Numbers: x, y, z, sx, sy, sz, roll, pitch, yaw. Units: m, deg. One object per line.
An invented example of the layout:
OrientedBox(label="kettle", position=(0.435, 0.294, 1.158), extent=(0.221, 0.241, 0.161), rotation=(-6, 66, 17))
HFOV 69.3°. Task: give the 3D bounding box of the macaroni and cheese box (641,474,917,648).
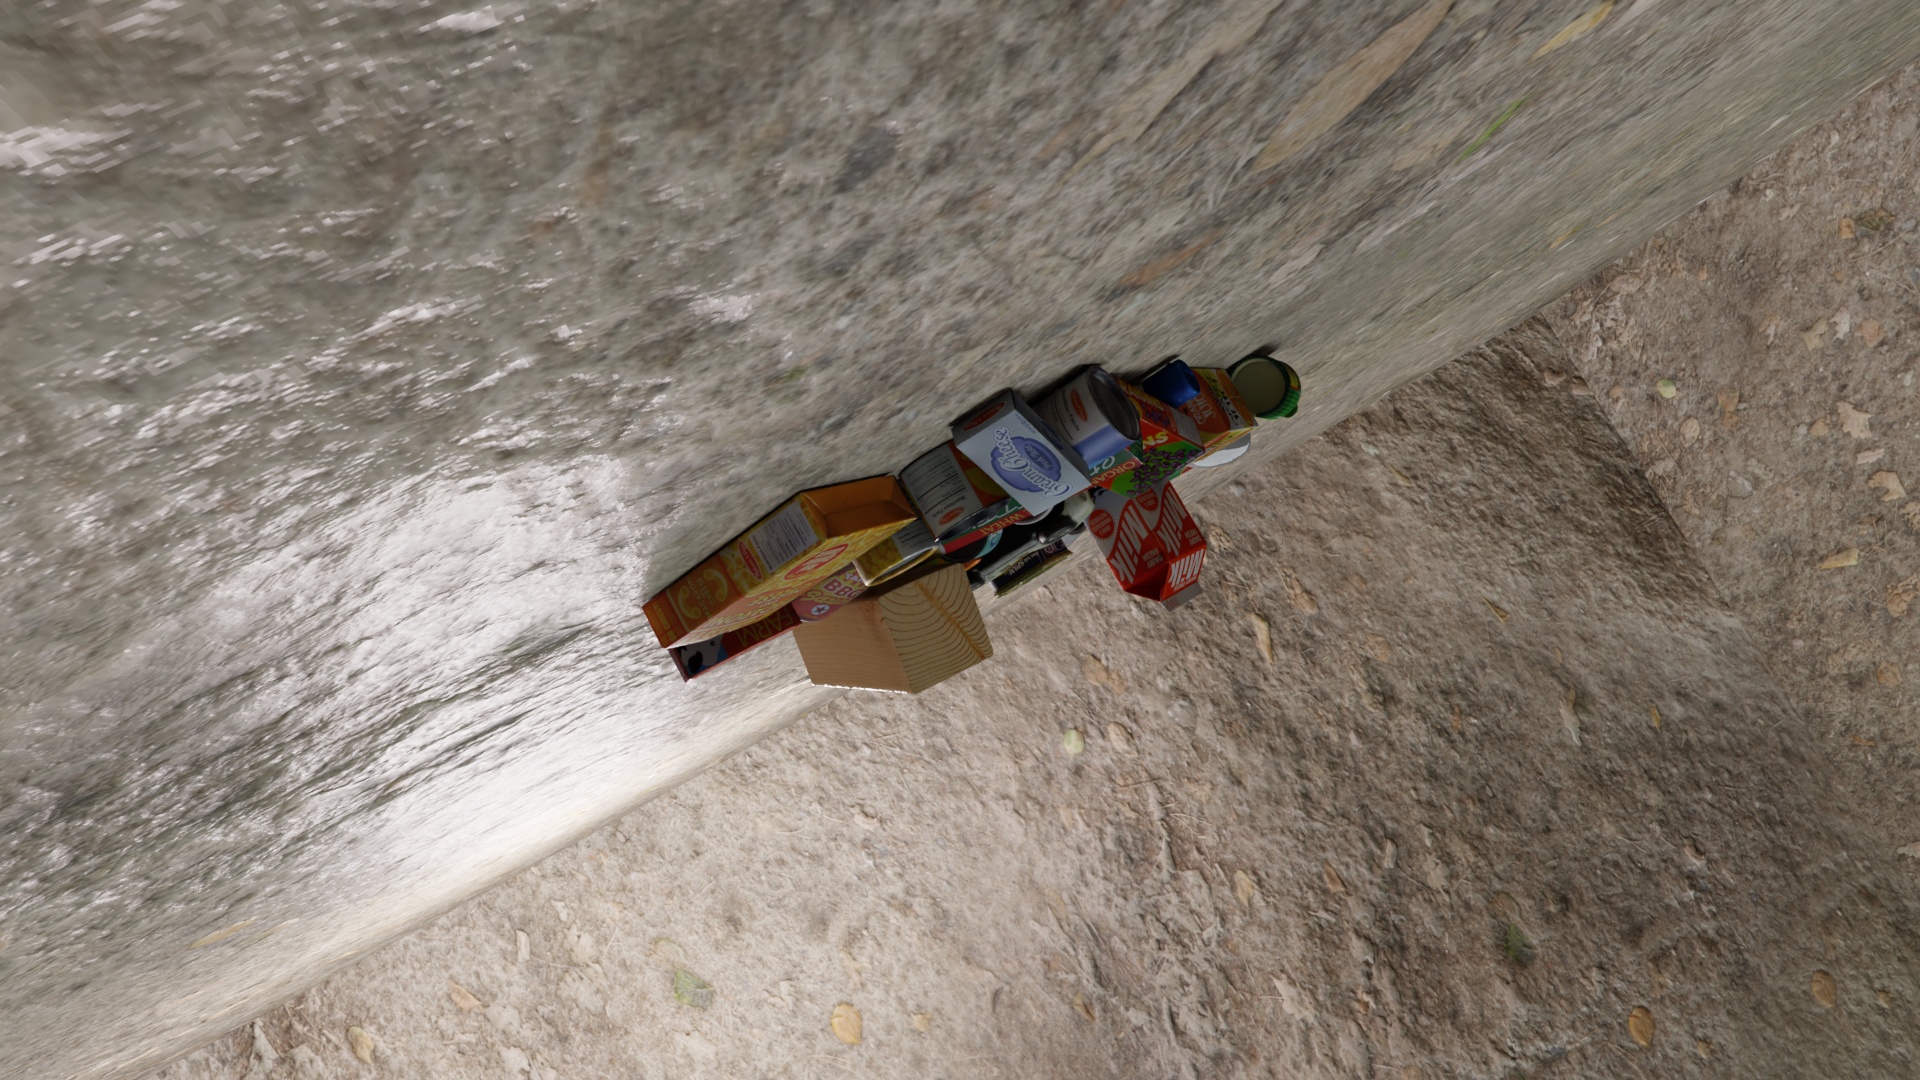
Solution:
OrientedBox(label="macaroni and cheese box", position=(-0.129, 0.016, 0.998), extent=(0.166, 0.040, 0.124), rotation=(-33, 172, 28))

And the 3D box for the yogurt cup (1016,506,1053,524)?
OrientedBox(label="yogurt cup", position=(0.059, -0.053, 1.196), extent=(0.072, 0.072, 0.054), rotation=(-33, -179, 26))

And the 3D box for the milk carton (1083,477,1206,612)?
OrientedBox(label="milk carton", position=(0.182, -0.019, 1.419), extent=(0.072, 0.190, 0.073), rotation=(-23, 170, -46))

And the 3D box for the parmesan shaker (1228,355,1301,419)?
OrientedBox(label="parmesan shaker", position=(0.328, -0.162, 1.487), extent=(0.071, 0.071, 0.103), rotation=(-32, 173, 19))

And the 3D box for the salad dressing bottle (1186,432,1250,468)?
OrientedBox(label="salad dressing bottle", position=(0.234, -0.104, 1.487), extent=(0.148, 0.064, 0.044), rotation=(-10, -161, -6))

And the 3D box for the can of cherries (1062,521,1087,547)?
OrientedBox(label="can of cherries", position=(0.108, -0.025, 1.603), extent=(0.072, 0.071, 0.058), rotation=(-25, 166, -31))

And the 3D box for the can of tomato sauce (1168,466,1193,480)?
OrientedBox(label="can of tomato sauce", position=(0.218, -0.095, 1.543), extent=(0.083, 0.071, 0.071), rotation=(-29, 173, -1))

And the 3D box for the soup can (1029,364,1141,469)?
OrientedBox(label="soup can", position=(0.085, -0.082, 1.051), extent=(0.083, 0.071, 0.071), rotation=(-32, 173, 27))

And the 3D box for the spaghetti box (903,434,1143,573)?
OrientedBox(label="spaghetti box", position=(0.034, -0.036, 1.148), extent=(0.249, 0.029, 0.050), rotation=(-25, 146, 28))

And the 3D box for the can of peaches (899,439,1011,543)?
OrientedBox(label="can of peaches", position=(-0.004, -0.039, 1.046), extent=(0.071, 0.058, 0.071), rotation=(-30, 174, -4))

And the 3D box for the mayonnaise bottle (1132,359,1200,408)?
OrientedBox(label="mayonnaise bottle", position=(0.141, -0.106, 1.229), extent=(0.147, 0.041, 0.065), rotation=(-32, 168, 26))

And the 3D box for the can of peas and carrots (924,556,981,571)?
OrientedBox(label="can of peas and carrots", position=(-0.019, 0.008, 1.335), extent=(0.071, 0.059, 0.071), rotation=(-29, 174, -3))

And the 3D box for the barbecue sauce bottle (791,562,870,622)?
OrientedBox(label="barbecue sauce bottle", position=(-0.084, 0.015, 1.149), extent=(0.148, 0.044, 0.065), rotation=(-33, 149, 25))

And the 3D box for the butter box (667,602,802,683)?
OrientedBox(label="butter box", position=(-0.183, 0.067, 1.102), extent=(0.104, 0.053, 0.024), rotation=(-26, 174, -26))

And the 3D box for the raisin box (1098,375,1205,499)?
OrientedBox(label="raisin box", position=(0.137, -0.085, 1.173), extent=(0.086, 0.040, 0.123), rotation=(-34, 147, 31))

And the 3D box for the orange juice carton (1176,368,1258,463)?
OrientedBox(label="orange juice carton", position=(0.227, -0.120, 1.362), extent=(0.073, 0.072, 0.193), rotation=(-33, 173, 23))

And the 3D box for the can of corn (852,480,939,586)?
OrientedBox(label="can of corn", position=(-0.059, -0.004, 1.070), extent=(0.071, 0.058, 0.071), rotation=(-29, 173, -4))

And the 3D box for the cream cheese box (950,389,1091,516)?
OrientedBox(label="cream cheese box", position=(0.045, -0.061, 0.993), extent=(0.053, 0.024, 0.103), rotation=(-31, 136, 22))

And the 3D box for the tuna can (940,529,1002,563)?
OrientedBox(label="tuna can", position=(0.004, -0.015, 1.218), extent=(0.071, 0.071, 0.033), rotation=(-33, 174, 28))
